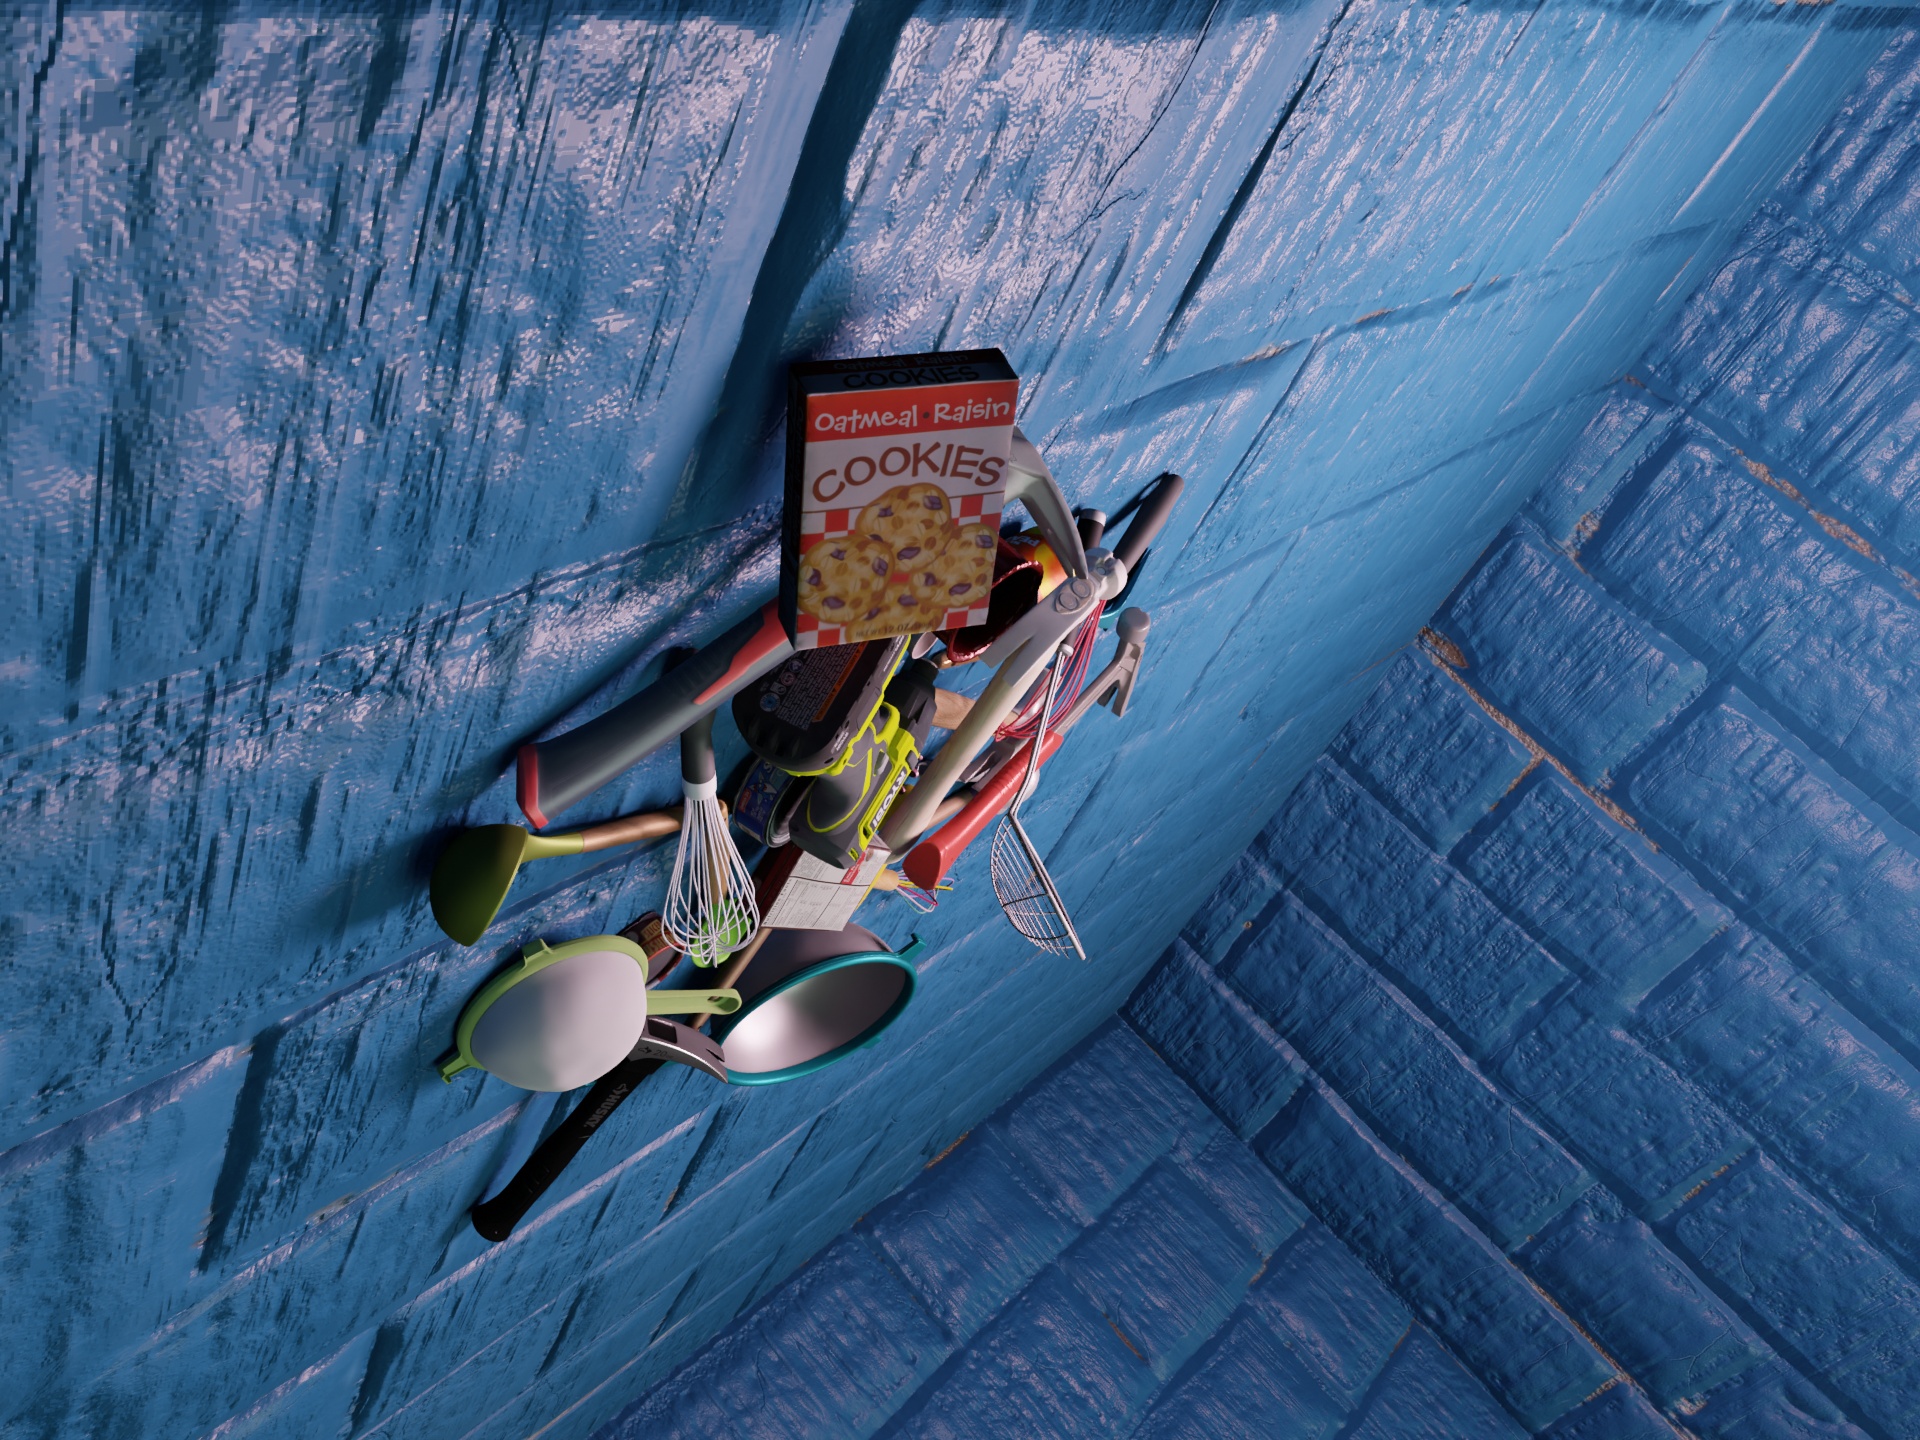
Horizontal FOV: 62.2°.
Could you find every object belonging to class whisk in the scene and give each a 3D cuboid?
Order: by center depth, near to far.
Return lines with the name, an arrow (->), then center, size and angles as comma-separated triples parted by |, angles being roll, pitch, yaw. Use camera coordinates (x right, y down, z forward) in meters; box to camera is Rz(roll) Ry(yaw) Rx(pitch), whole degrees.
whisk -> -0.176, 0.065, 1.074 | 0.070, 0.070, 0.284 | -33, 142, -35
whisk -> 0.113, -0.100, 1.378 | 0.296, 0.073, 0.073 | -55, 165, -15
whisk -> -0.069, 0.168, 1.646 | 0.051, 0.047, 0.244 | -59, 157, 2

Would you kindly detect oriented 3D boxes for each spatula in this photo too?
spatula -> 0.078, -0.090, 1.430 | 0.317, 0.044, 0.082 | -19, 150, -46
spatula -> -0.010, 0.088, 1.630 | 0.316, 0.018, 0.059 | -28, 149, -46

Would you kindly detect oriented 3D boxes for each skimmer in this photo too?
skimmer -> 0.096, 0.006, 1.281 | 0.127, 0.090, 0.363 | 56, 47, -73

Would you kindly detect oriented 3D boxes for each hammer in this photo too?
hammer -> -0.098, -0.047, 0.979 | 0.386, 0.143, 0.038 | -37, -162, -13
hammer -> -0.001, 0.021, 1.266 | 0.146, 0.038, 0.410 | -43, 173, -37
hammer -> -0.002, -0.004, 1.396 | 0.130, 0.031, 0.331 | -62, 158, 7
hammer -> -0.338, 0.366, 1.403 | 0.146, 0.035, 0.334 | 20, 126, -33
hammer -> 0.066, 0.039, 1.501 | 0.359, 0.037, 0.149 | -45, 159, -35

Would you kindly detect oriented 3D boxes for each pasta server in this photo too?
pasta server -> -0.141, 0.148, 1.367 | 0.316, 0.040, 0.060 | -55, 161, 1

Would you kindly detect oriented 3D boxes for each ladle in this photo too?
ladle -> -0.232, 0.086, 1.061 | 0.078, 0.062, 0.320 | -54, 163, 19

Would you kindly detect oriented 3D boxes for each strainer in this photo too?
strainer -> -0.256, 0.237, 1.218 | 0.256, 0.069, 0.151 | 10, 126, -50
strainer -> -0.209, 0.261, 1.481 | 0.340, 0.095, 0.210 | -10, 143, -28
strainer -> 0.023, 0.054, 1.579 | 0.258, 0.050, 0.087 | 5, 96, -60

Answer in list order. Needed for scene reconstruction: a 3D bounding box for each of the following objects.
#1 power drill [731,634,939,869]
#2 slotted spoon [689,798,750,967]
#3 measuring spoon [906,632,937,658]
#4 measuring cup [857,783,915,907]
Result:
power drill -> -0.076, -0.004, 1.127 | 0.171, 0.080, 0.223 | -60, 163, -16
slotted spoon -> -0.191, 0.127, 1.255 | 0.070, 0.031, 0.313 | -44, 167, -24
measuring spoon -> -0.005, -0.089, 1.262 | 0.124, 0.018, 0.034 | -41, 162, -38
measuring cup -> -0.081, 0.125, 1.512 | 0.156, 0.029, 0.062 | -57, 157, 20
